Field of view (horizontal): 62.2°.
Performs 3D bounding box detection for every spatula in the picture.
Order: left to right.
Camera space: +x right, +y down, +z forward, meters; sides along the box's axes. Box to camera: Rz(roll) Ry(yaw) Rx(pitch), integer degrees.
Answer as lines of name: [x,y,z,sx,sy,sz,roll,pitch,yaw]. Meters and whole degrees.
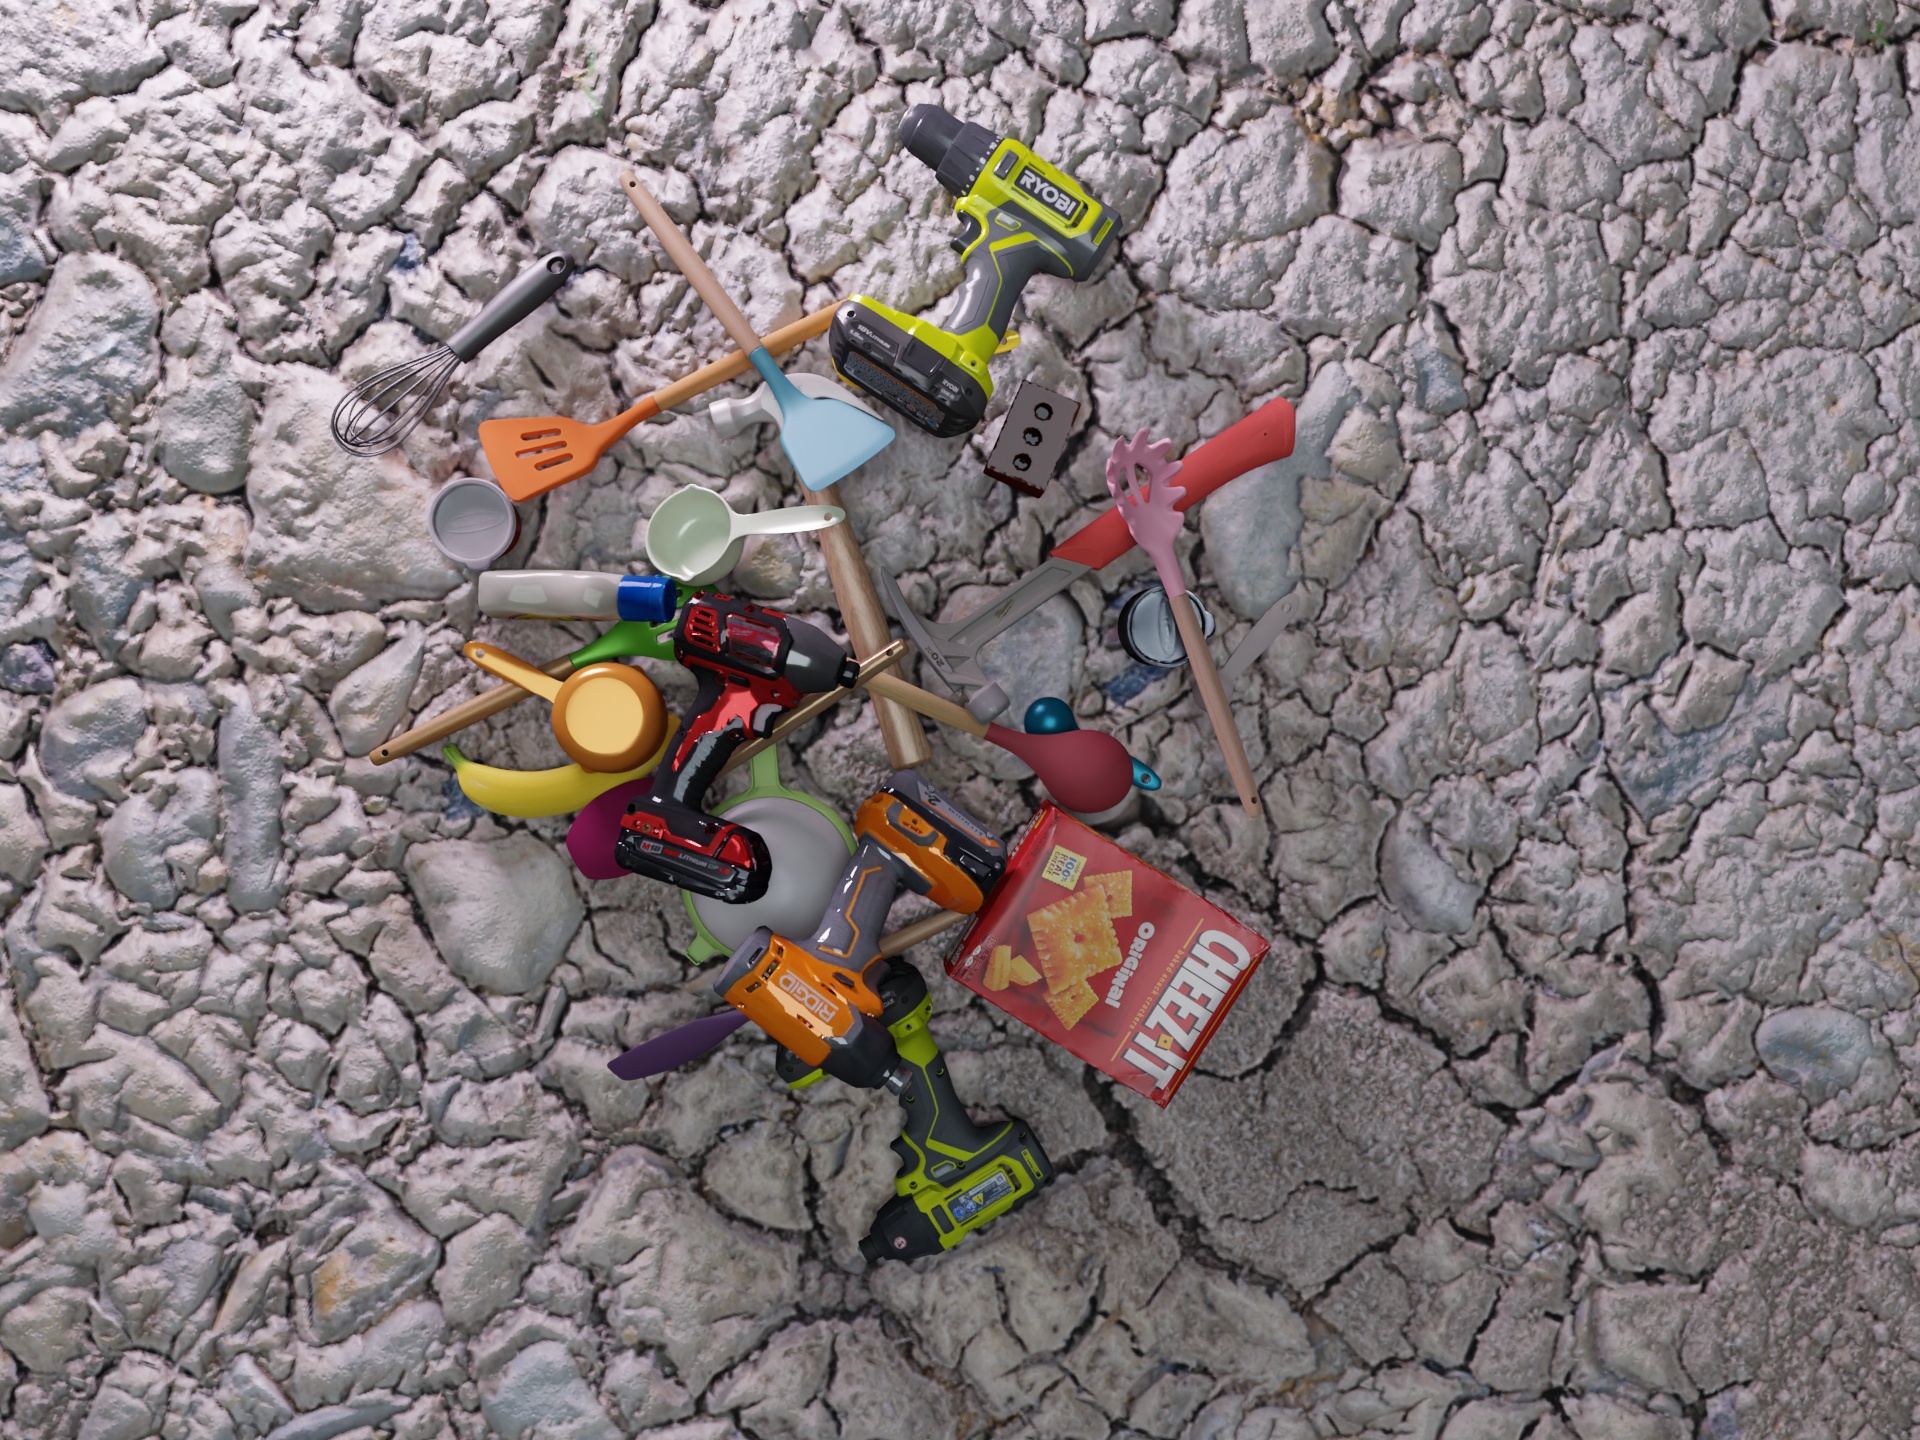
spatula: [-0.224,-0.269,1.273,0.322,0.041,0.081,-27,71,-2]
spatula: [-0.174,-0.314,1.249,0.082,0.044,0.317,-36,83,-10]
spatula: [-0.138,0.223,1.300,0.316,0.059,0.018,-25,55,0]

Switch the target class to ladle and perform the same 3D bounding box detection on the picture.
ladle: [-0.002,-0.004,1.279,0.315,0.031,0.069,23,93,-7]

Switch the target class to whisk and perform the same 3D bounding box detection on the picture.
whisk: [-0.402,-0.296,1.265,0.239,0.055,0.055,-41,94,-4]

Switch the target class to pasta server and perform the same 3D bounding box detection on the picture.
pasta server: [0.182,-0.072,1.243,0.060,0.040,0.316,-21,94,-12]

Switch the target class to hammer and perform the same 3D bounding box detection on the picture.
hammer: [-0.088,-0.121,1.292,0.130,0.031,0.331,-19,94,-1]
hammer: [0.115,-0.156,1.276,0.359,0.036,0.149,-35,87,-7]

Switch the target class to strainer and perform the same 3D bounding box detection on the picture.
strainer: [-0.157,0.079,1.281,0.151,0.069,0.256,-4,95,-2]

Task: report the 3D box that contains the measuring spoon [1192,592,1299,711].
measuring spoon: [0.239,-0.057,1.315,0.034,0.018,0.124,41,90,-4]

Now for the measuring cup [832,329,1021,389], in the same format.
measuring cup: [-0.029,-0.301,1.292,0.156,0.029,0.062,-8,90,-14]

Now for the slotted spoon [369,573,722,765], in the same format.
slotted spoon: [-0.336,-0.034,1.290,0.314,0.031,0.070,-25,89,1]

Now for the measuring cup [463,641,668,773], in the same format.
measuring cup: [-0.314,-0.021,1.245,0.173,0.052,0.095,27,85,-5]

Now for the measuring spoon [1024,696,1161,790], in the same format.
measuring spoon: [0.111,0.023,1.312,0.128,0.021,0.042,30,92,-2]

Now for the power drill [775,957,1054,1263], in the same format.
power drill: [-0.050,0.324,1.297,0.171,0.080,0.223,-31,97,-1]

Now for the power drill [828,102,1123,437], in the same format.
power drill: [-0.005,-0.357,1.247,0.190,0.080,0.228,33,79,-5]

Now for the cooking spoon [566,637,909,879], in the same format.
cooking spoon: [-0.176,0.026,1.258,0.319,0.017,0.069,-33,84,4]

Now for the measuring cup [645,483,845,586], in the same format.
measuring cup: [-0.166,-0.148,1.261,0.167,0.038,0.083,-5,73,14]

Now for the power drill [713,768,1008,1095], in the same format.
power drill: [-0.060,0.167,1.222,0.164,0.084,0.226,38,61,0]

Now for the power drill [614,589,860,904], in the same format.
power drill: [-0.169,0.022,1.212,0.143,0.078,0.220,17,89,5]
